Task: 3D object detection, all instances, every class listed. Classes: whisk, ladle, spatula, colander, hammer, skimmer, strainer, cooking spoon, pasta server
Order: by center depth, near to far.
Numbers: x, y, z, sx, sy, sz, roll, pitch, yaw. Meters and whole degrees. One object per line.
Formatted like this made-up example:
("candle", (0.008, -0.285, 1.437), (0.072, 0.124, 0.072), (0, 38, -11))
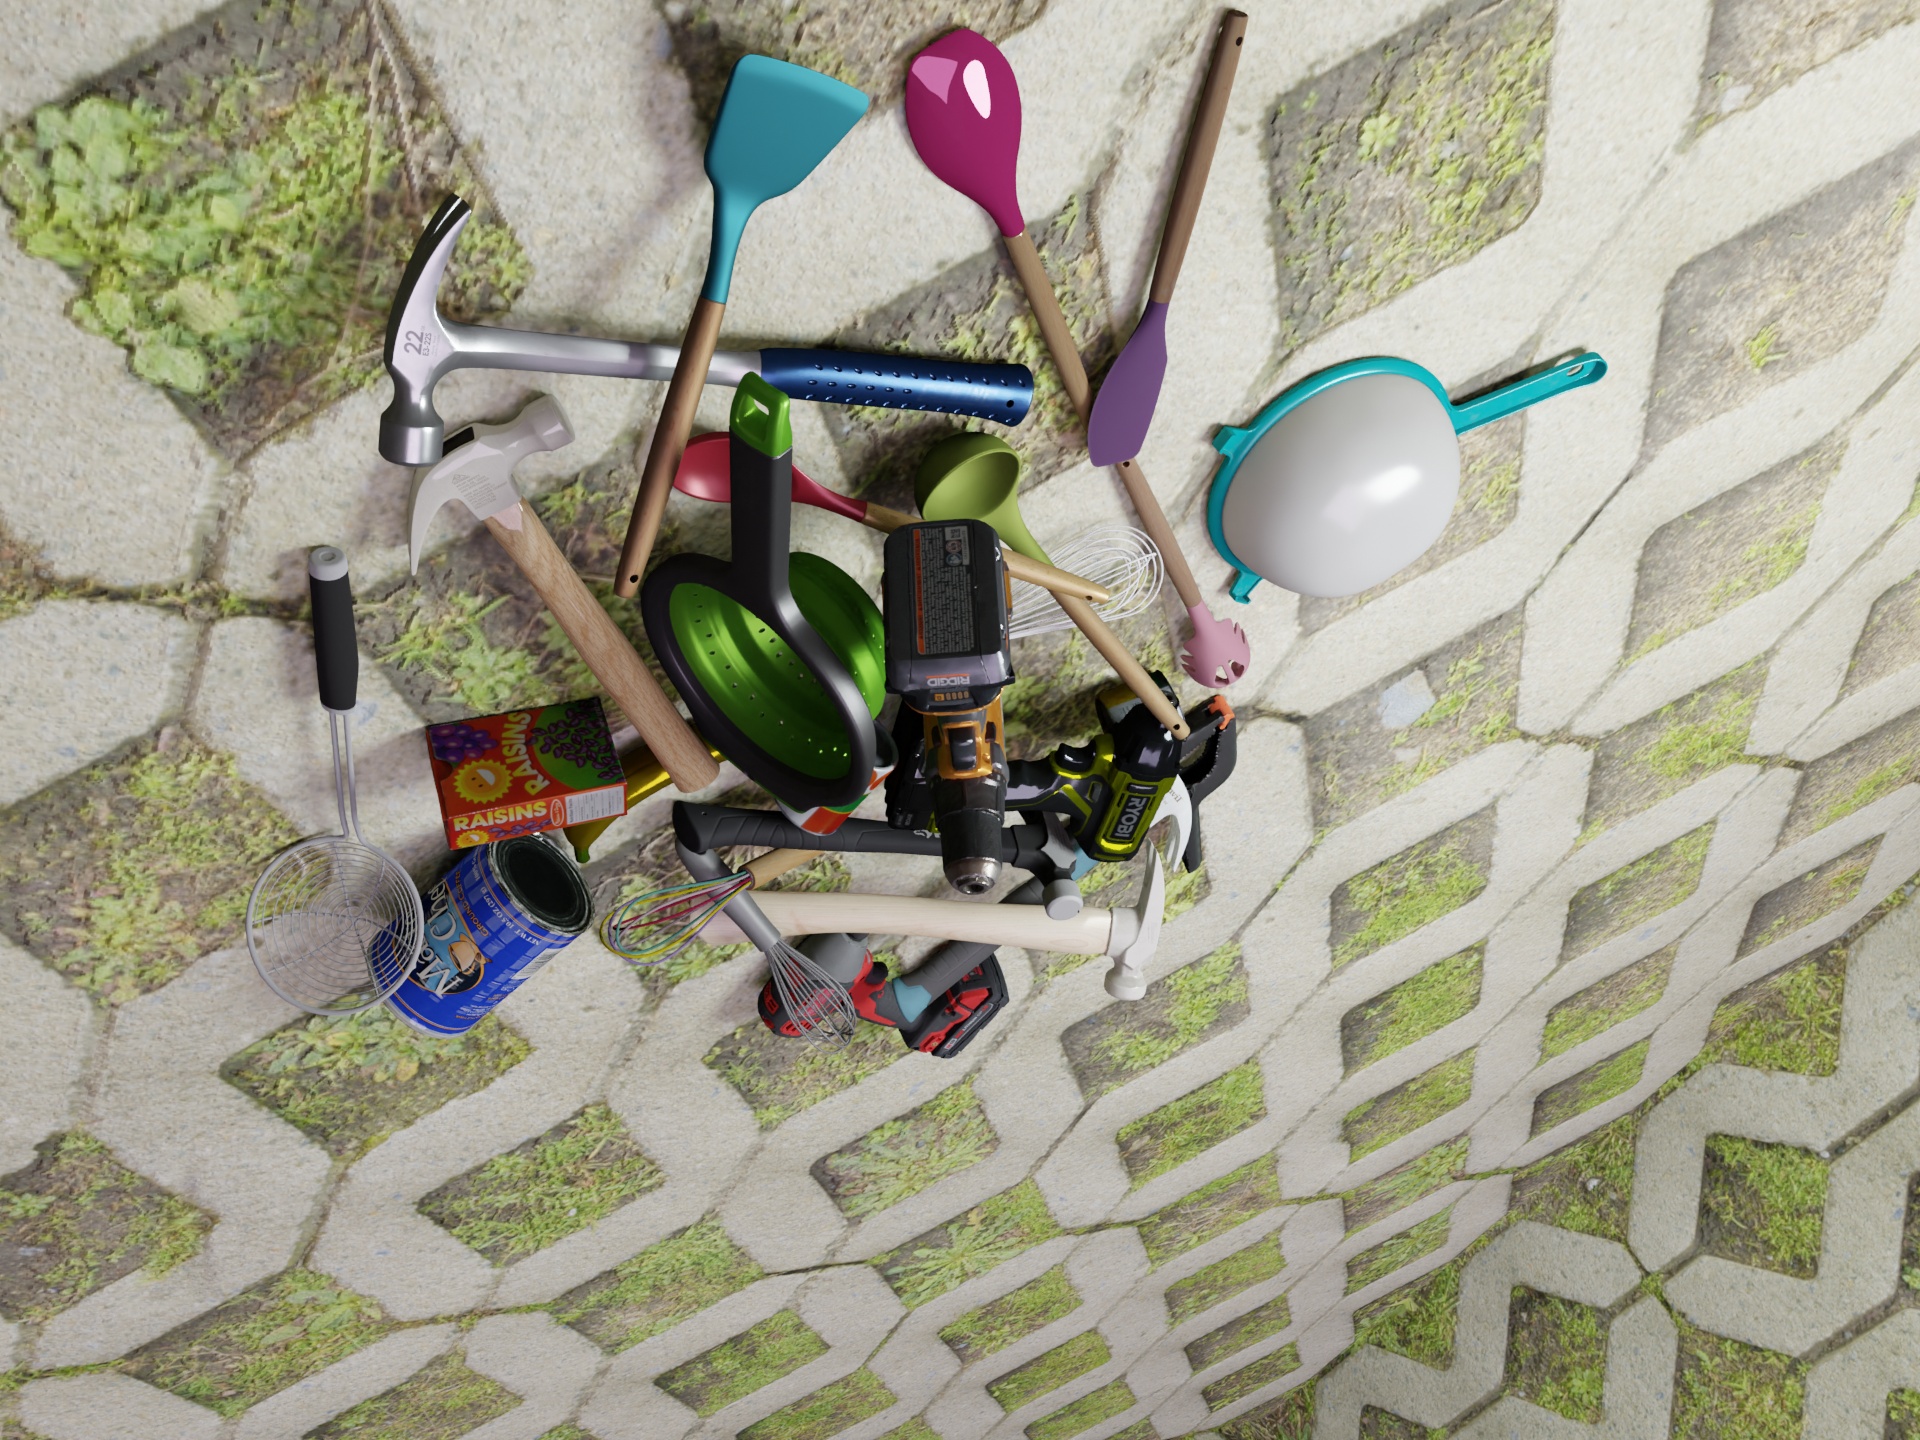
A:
("spatula", (-0.142, -0.207, 0.887), (0.082, 0.044, 0.317), (2, 119, -41))
("hammer", (-0.130, -0.214, 0.945), (0.405, 0.035, 0.144), (-3, 120, -33))
("cooking spoon", (0.041, -0.287, 0.990), (0.069, 0.017, 0.318), (-31, 142, 1))
("colander", (-0.103, -0.090, 1.014), (0.094, 0.204, 0.396), (-45, 163, -29))
("spatula", (0.133, -0.295, 1.025), (0.059, 0.018, 0.315), (-17, 140, -30))
("hammer", (-0.246, -0.059, 1.049), (0.130, 0.031, 0.331), (-25, 135, 2))
("ladle", (-0.040, -0.129, 1.050), (0.315, 0.031, 0.069), (17, 148, -20))
("skimmer", (-0.422, 0.051, 1.055), (0.127, 0.090, 0.363), (15, 131, 0))
("ladle", (0.078, -0.084, 1.139), (0.078, 0.062, 0.319), (-36, 121, 13))
("whisk", (0.020, -0.068, 1.204), (0.284, 0.070, 0.070), (-24, 142, 4))
("strainer", (0.362, -0.190, 1.225), (0.340, 0.095, 0.210), (-23, 142, -3))
("whisk", (-0.187, 0.129, 1.258), (0.245, 0.047, 0.051), (-25, 114, -49))
("pasta server", (0.173, -0.116, 1.261), (0.060, 0.040, 0.315), (-31, 138, 5))
("hammer", (-0.068, 0.091, 1.304), (0.334, 0.146, 0.035), (5, 133, -19))
("whisk", (-0.161, 0.185, 1.318), (0.055, 0.055, 0.238), (-33, 108, 9))
("hammer", (-0.025, 0.162, 1.375), (0.410, 0.038, 0.146), (4, 108, -11))
("hammer", (0.068, 0.154, 1.426), (0.331, 0.033, 0.128), (-40, 113, 6))

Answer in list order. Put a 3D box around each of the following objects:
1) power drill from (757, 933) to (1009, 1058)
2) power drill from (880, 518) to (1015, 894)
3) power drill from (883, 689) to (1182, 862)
("power drill", (-0.069, 0.248, 1.504), (0.219, 0.079, 0.143), (16, 125, -38))
("power drill", (-0.002, -0.003, 1.066), (0.084, 0.186, 0.226), (-4, 150, 2))
("power drill", (0.060, 0.032, 1.272), (0.223, 0.080, 0.171), (7, 133, -13))
